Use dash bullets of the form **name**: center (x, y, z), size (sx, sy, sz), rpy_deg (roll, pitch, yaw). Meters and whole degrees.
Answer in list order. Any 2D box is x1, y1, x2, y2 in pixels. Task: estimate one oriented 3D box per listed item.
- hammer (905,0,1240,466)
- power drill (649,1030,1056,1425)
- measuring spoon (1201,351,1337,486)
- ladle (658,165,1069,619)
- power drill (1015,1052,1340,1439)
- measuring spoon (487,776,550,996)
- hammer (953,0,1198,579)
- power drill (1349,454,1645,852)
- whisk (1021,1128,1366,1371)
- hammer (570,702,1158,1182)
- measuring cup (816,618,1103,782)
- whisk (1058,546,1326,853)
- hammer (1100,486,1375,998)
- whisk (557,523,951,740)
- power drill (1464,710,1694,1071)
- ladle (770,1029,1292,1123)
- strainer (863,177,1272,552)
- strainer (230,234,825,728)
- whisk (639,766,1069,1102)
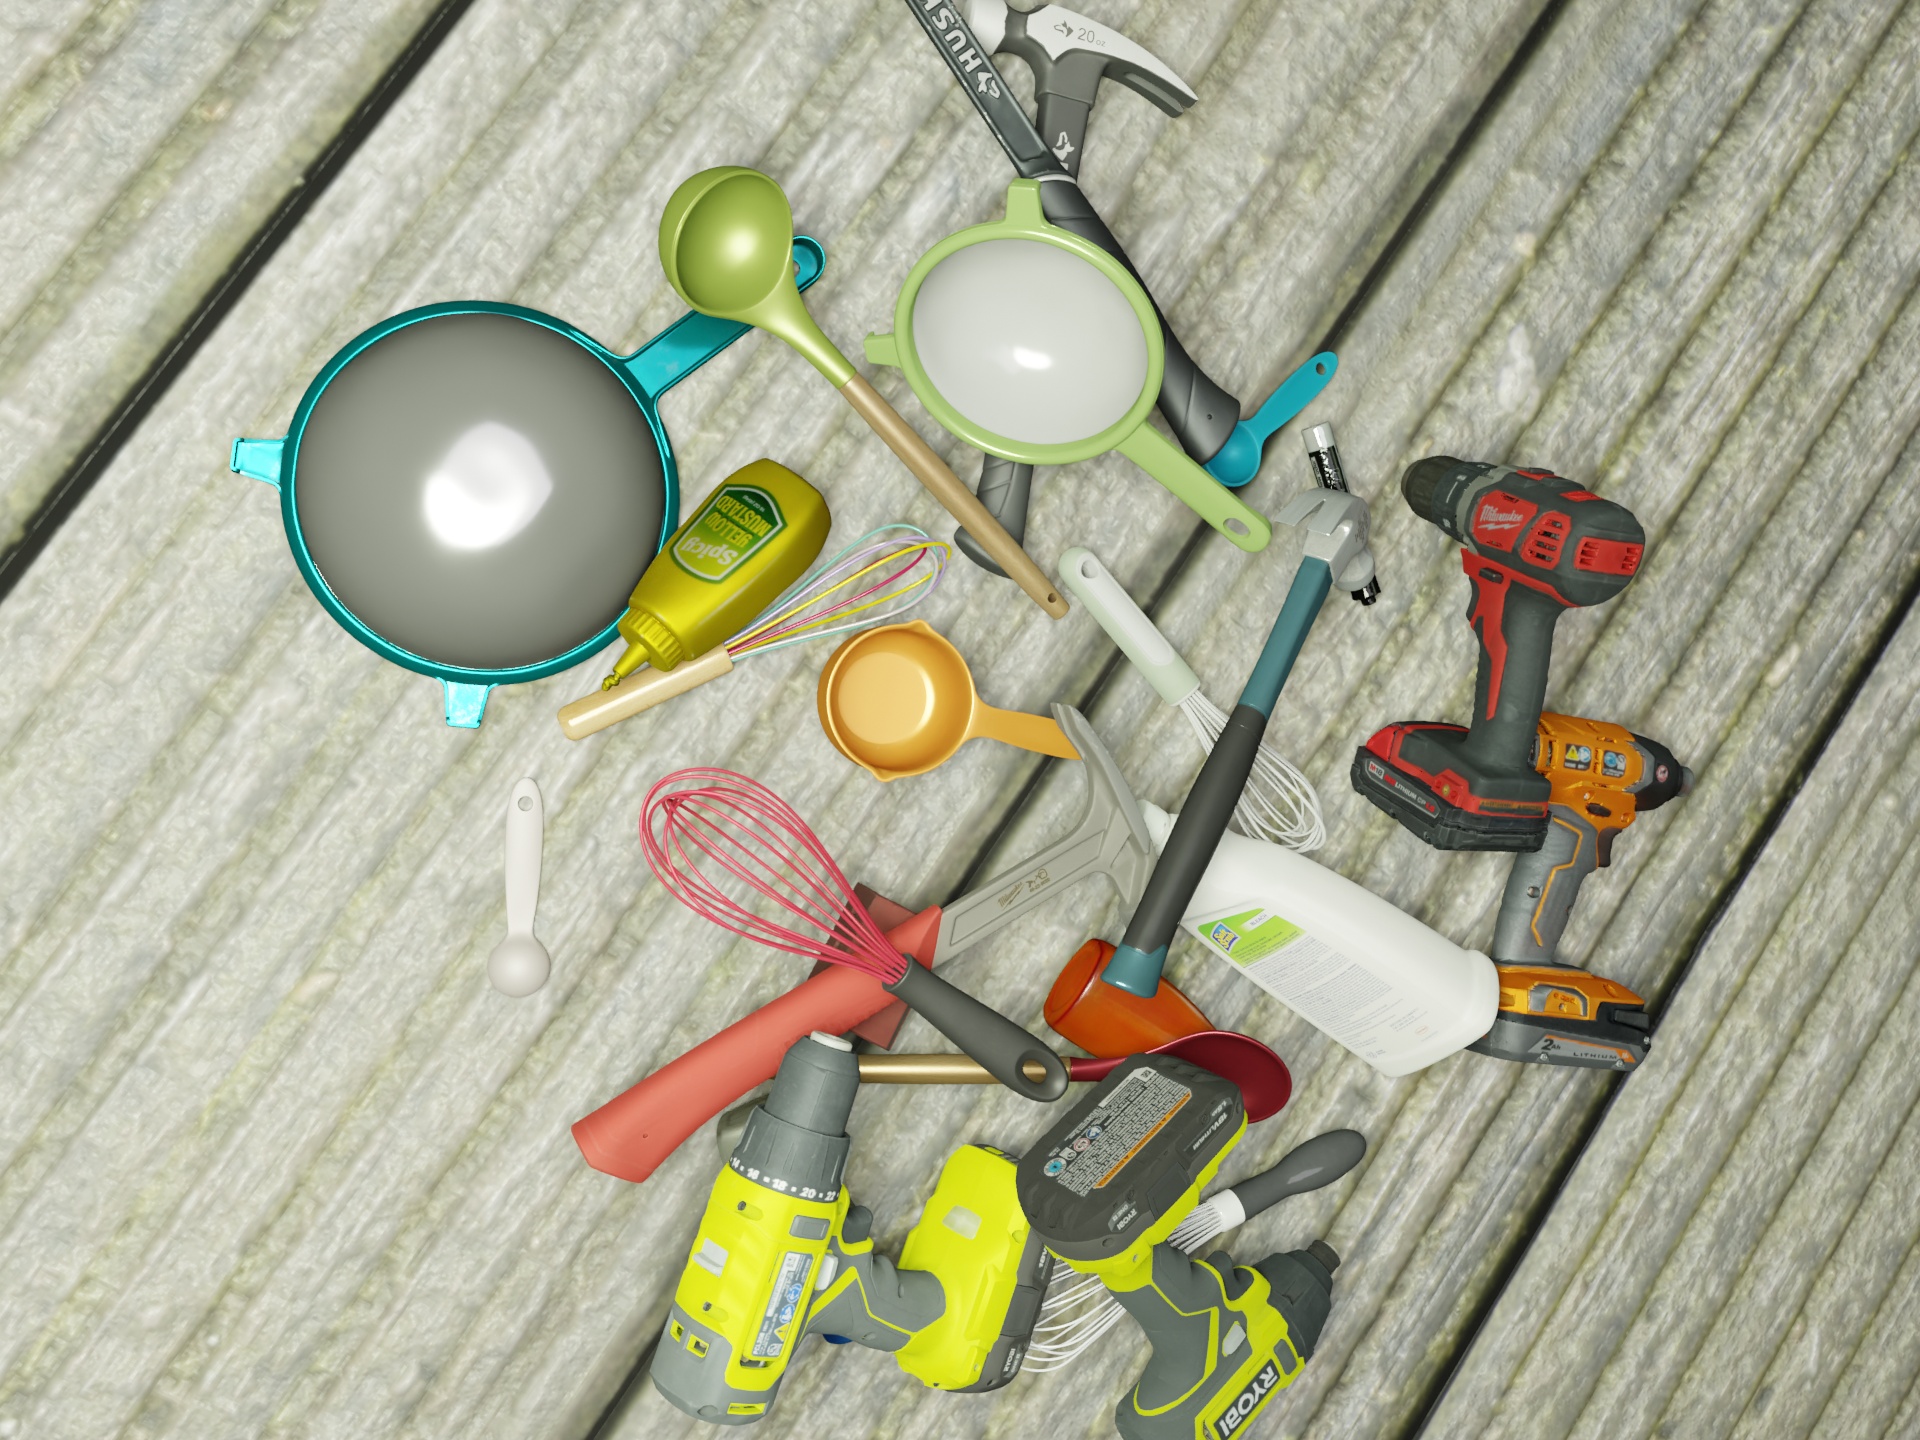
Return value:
- **hammer**: center (0.036, -0.321, 0.909), size (0.149, 0.036, 0.408), rpy_deg (-38, 102, -10)
- **power drill**: center (-0.045, 0.277, 0.863), size (0.228, 0.080, 0.190), rpy_deg (26, 81, -45)
- **measuring spoon**: center (0.195, -0.193, 1.011), size (0.128, 0.021, 0.042), rpy_deg (-43, 103, -20)
- **ladle**: center (-0.041, -0.168, 0.877), size (0.078, 0.062, 0.320), rpy_deg (-47, 110, -7)
- **power drill**: center (0.136, 0.310, 0.922), size (0.171, 0.080, 0.223), rpy_deg (-38, 117, -24)
- **measuring spoon**: center (-0.245, 0.094, 0.887), size (0.034, 0.018, 0.124), rpy_deg (2, 91, -17)
- **hammer**: center (0.049, -0.251, 0.952), size (0.146, 0.035, 0.335), rpy_deg (9, 90, -16)
- **power drill**: center (0.316, -0.050, 0.988), size (0.080, 0.188, 0.226), rpy_deg (3, 110, -22)
- **whisk**: center (0.139, 0.321, 0.997), size (0.284, 0.070, 0.070), rpy_deg (-20, 98, -20)
- **hammer**: center (-0.051, 0.134, 0.881), size (0.359, 0.037, 0.149), rpy_deg (-29, 101, -16)
- **measuring cup**: center (-0.001, -0.003, 0.940), size (0.173, 0.052, 0.095), rpy_deg (14, 89, -19)
- **whisk**: center (0.144, -0.011, 0.986), size (0.058, 0.059, 0.246), rpy_deg (-45, 99, -23)
- **hammer**: center (0.163, 0.010, 0.919), size (0.033, 0.128, 0.331), rpy_deg (20, 73, 27)
- **whisk**: center (-0.115, -0.050, 0.908), size (0.245, 0.047, 0.051), rpy_deg (-26, 101, -11)
- **power drill**: center (0.409, 0.111, 1.054), size (0.164, 0.084, 0.226), rpy_deg (8, 86, -17)
- **ladle**: center (0.039, 0.209, 0.947), size (0.315, 0.031, 0.069), rpy_deg (2, 116, -5)
- **strainer**: center (0.084, -0.191, 0.896), size (0.256, 0.151, 0.069), rpy_deg (36, 47, -18)
- **strainer**: center (-0.201, -0.162, 0.849), size (0.340, 0.095, 0.211), rpy_deg (-39, 102, -10)
- **whisk**: center (-0.047, 0.121, 0.836), size (0.295, 0.073, 0.073), rpy_deg (40, 81, -23)
